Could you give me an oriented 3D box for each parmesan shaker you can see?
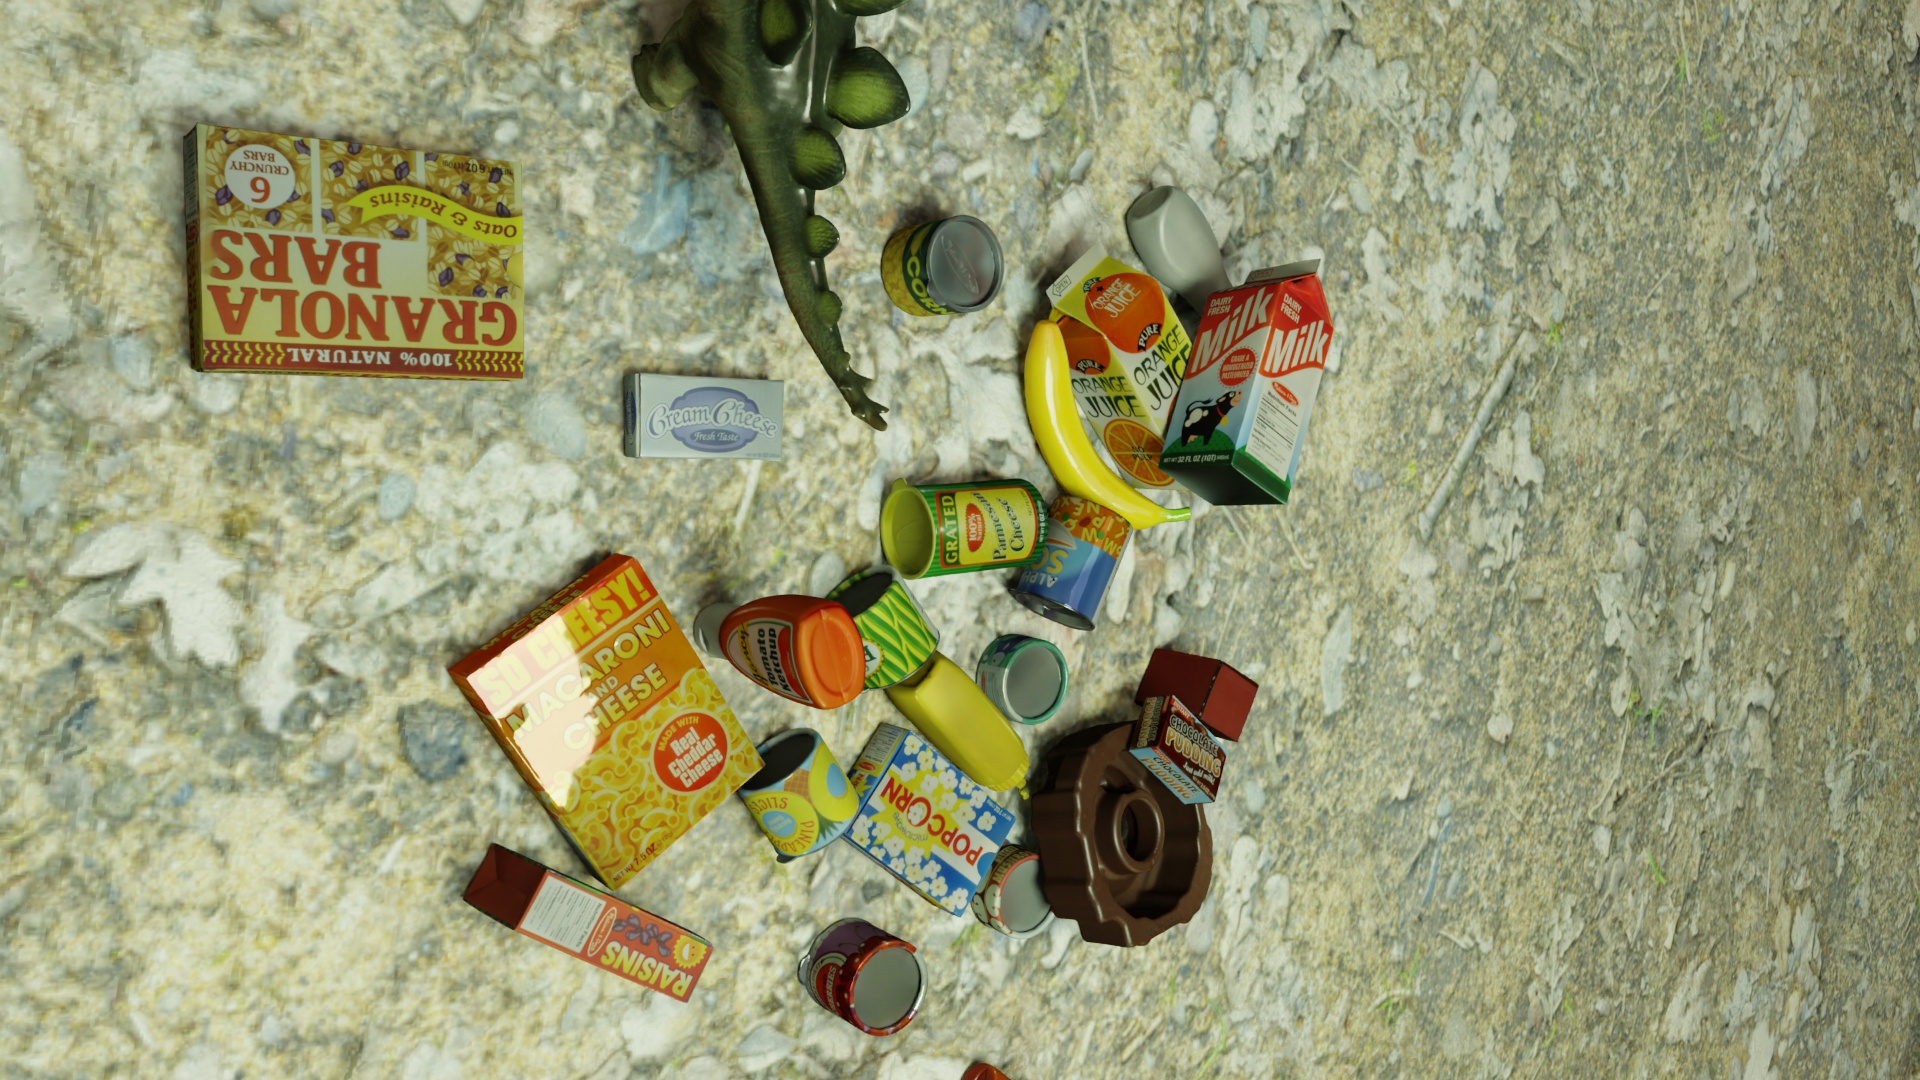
[{"bbox_3d":[0.004,-0.012,0.987,0.103,0.071,0.071,-6,97,-36],"label":"parmesan shaker"}]

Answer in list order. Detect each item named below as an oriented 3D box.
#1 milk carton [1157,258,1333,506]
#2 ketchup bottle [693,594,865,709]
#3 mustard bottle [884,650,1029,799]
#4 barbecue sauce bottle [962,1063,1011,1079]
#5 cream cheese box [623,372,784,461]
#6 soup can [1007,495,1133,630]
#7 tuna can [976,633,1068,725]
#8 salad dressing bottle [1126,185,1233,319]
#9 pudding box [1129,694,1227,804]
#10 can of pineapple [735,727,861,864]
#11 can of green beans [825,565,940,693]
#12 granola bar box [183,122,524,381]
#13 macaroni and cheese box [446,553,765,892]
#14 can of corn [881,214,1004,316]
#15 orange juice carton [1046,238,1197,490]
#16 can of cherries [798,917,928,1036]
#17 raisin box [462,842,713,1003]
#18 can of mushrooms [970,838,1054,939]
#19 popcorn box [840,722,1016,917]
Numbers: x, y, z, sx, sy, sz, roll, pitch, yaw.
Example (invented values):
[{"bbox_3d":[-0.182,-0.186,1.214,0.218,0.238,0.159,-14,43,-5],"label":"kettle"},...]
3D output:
[{"bbox_3d":[0.221,-0.126,1.046,0.073,0.072,0.191,30,71,-36],"label":"milk carton"},{"bbox_3d":[-0.115,0.062,0.852,0.044,0.148,0.064,-21,105,-33],"label":"ketchup bottle"},{"bbox_3d":[0.008,0.139,1.005,0.049,0.065,0.159,-51,126,-16],"label":"mustard bottle"},{"bbox_3d":[0.057,0.453,1.072,0.148,0.043,0.065,46,67,-29],"label":"barbecue sauce bottle"},{"bbox_3d":[-0.162,-0.078,0.886,0.104,0.024,0.053,-1,94,-36],"label":"cream cheese box"},{"bbox_3d":[0.083,0.016,1.048,0.071,0.071,0.084,32,74,-34],"label":"soup can"},{"bbox_3d":[0.049,0.104,1.048,0.071,0.033,0.071,-3,95,-36],"label":"tuna can"},{"bbox_3d":[0.191,-0.218,1.126,0.147,0.044,0.064,49,64,-29],"label":"salad dressing bottle"},{"bbox_3d":[0.169,0.162,1.075,0.083,0.030,0.050,45,51,-30],"label":"pudding box"},{"bbox_3d":[-0.108,0.167,0.915,0.071,0.071,0.057,-41,115,-27],"label":"can of pineapple"},{"bbox_3d":[-0.056,0.059,0.947,0.071,0.071,0.057,-45,117,-25],"label":"can of green beans"},{"bbox_3d":[-0.323,-0.151,0.753,0.166,0.039,0.124,-3,95,-36],"label":"granola bar box"},{"bbox_3d":[-0.213,0.110,0.851,0.124,0.040,0.166,-39,115,-28],"label":"macaroni and cheese box"},{"bbox_3d":[-0.014,-0.188,0.966,0.071,0.058,0.071,-3,95,-36],"label":"can of corn"},{"bbox_3d":[0.132,-0.133,1.068,0.072,0.073,0.192,-47,118,-25],"label":"orange juice carton"},{"bbox_3d":[-0.067,0.302,0.960,0.071,0.058,0.071,-3,95,-37],"label":"can of cherries"},{"bbox_3d":[-0.220,0.227,0.825,0.123,0.086,0.040,38,67,-32],"label":"raisin box"},{"bbox_3d":[0.043,0.264,1.054,0.071,0.033,0.071,-3,96,-36],"label":"can of mushrooms"},{"bbox_3d":[-0.029,0.200,0.994,0.126,0.038,0.085,44,67,-30],"label":"popcorn box"}]
